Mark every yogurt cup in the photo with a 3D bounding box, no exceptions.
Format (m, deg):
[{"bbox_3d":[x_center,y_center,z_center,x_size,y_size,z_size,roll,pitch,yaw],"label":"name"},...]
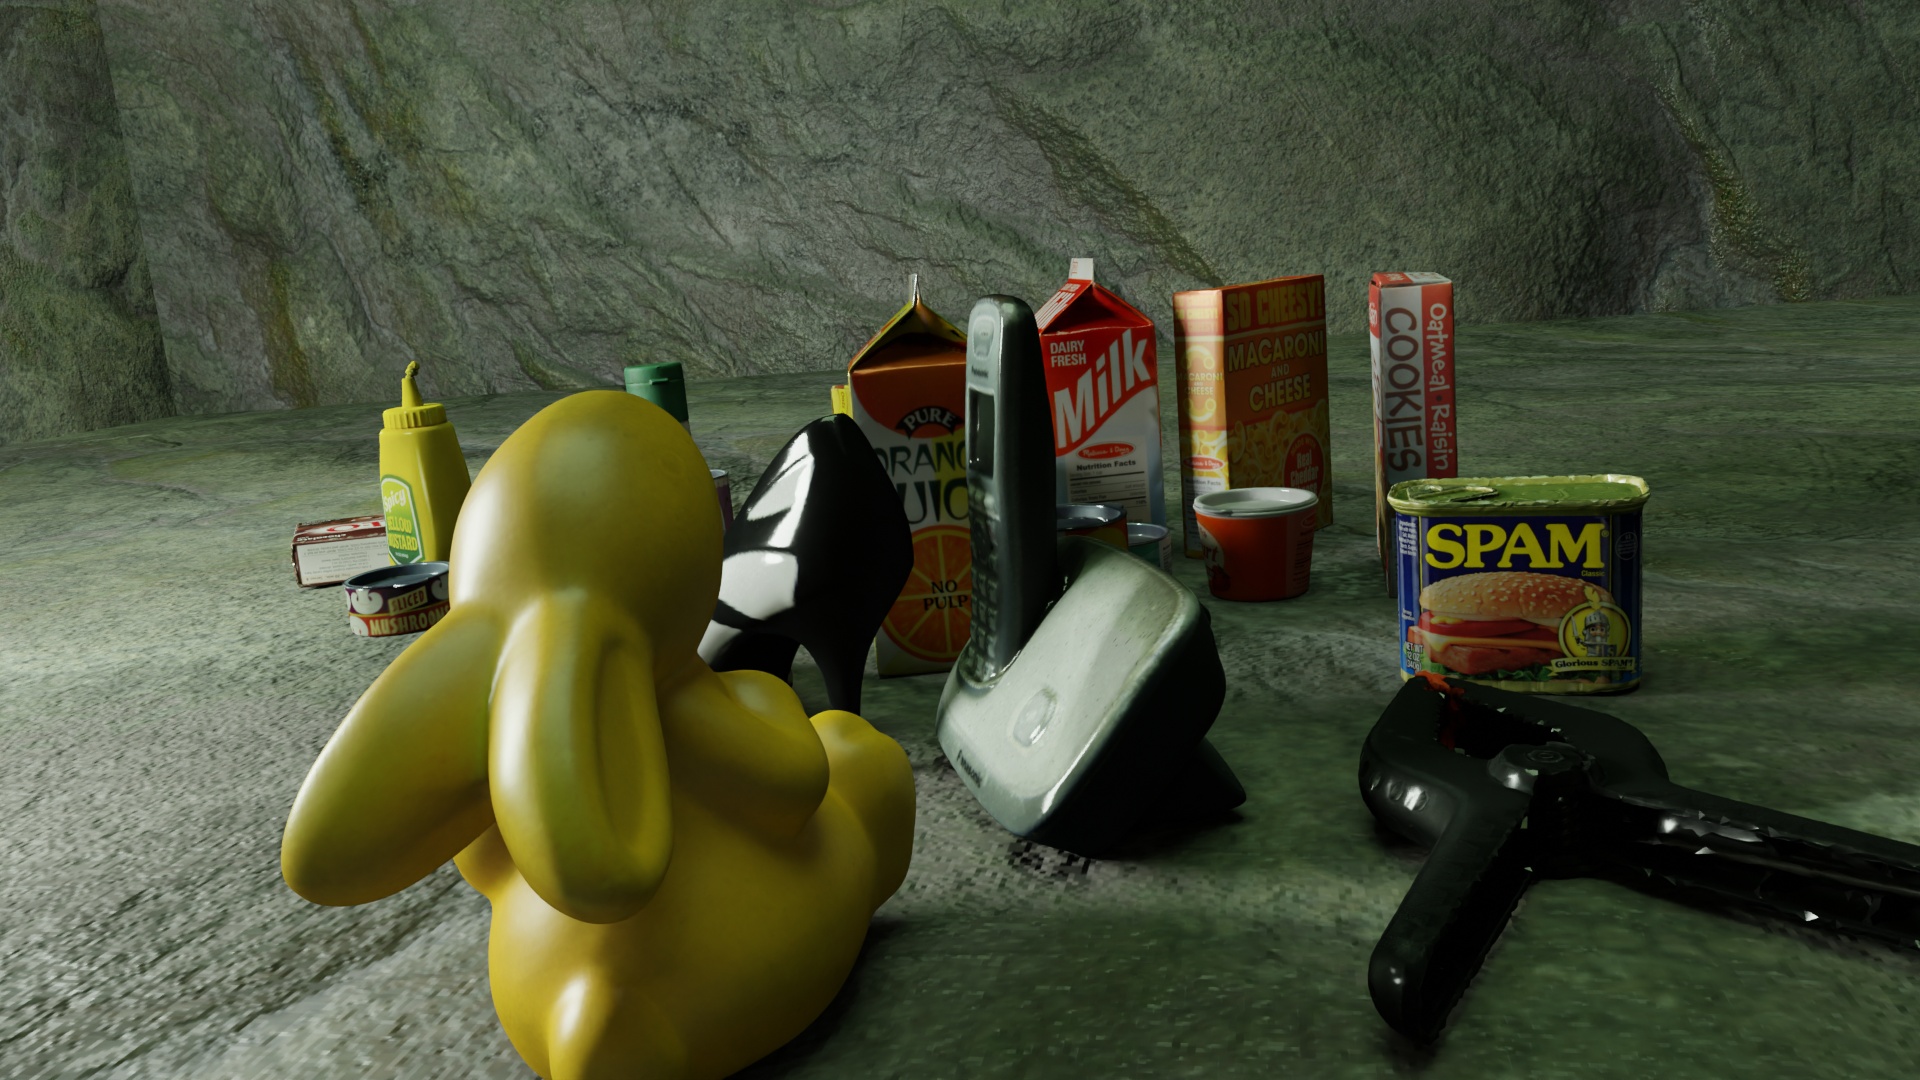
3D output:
[{"bbox_3d":[0.165,0.002,0.775,0.072,0.053,0.072,-5,11,1],"label":"yogurt cup"}]

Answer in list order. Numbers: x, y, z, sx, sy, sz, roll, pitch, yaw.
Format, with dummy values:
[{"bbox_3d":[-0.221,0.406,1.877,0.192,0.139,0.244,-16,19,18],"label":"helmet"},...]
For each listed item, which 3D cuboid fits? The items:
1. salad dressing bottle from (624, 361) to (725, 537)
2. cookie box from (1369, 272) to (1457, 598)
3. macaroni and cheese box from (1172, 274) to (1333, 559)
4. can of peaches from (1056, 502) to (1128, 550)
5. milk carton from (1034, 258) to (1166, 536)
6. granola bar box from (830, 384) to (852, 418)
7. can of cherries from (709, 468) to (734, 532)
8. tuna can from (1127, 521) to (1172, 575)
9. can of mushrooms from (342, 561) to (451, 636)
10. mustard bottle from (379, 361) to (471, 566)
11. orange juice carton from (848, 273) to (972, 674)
[{"bbox_3d":[-0.188,-0.040,0.895,0.064,0.147,0.044,-9,12,-20],"label":"salad dressing bottle"},{"bbox_3d":[0.252,-0.064,0.778,0.040,0.167,0.123,-2,12,15],"label":"cookie box"},{"bbox_3d":[0.188,-0.081,0.887,0.040,0.166,0.124,6,16,44],"label":"macaroni and cheese box"},{"bbox_3d":[0.061,0.014,0.750,0.071,0.058,0.071,-5,11,1],"label":"can of peaches"},{"bbox_3d":[0.082,-0.081,0.870,0.073,0.190,0.072,-6,11,-6],"label":"milk carton"},{"bbox_3d":[-0.008,-0.054,0.944,0.166,0.124,0.039,-16,15,-42],"label":"granola bar box"},{"bbox_3d":[-0.200,-0.018,1.013,0.071,0.058,0.071,-5,11,1],"label":"can of cherries"},{"bbox_3d":[0.088,0.012,0.812,0.071,0.032,0.071,-5,12,1],"label":"tuna can"},{"bbox_3d":[-0.351,0.037,0.875,0.071,0.033,0.071,-5,12,1],"label":"can of mushrooms"},{"bbox_3d":[-0.366,-0.041,0.945,0.065,0.159,0.049,4,14,38],"label":"mustard bottle"},{"bbox_3d":[-0.015,-0.036,0.693,0.073,0.192,0.072,-6,11,-3],"label":"orange juice carton"}]
